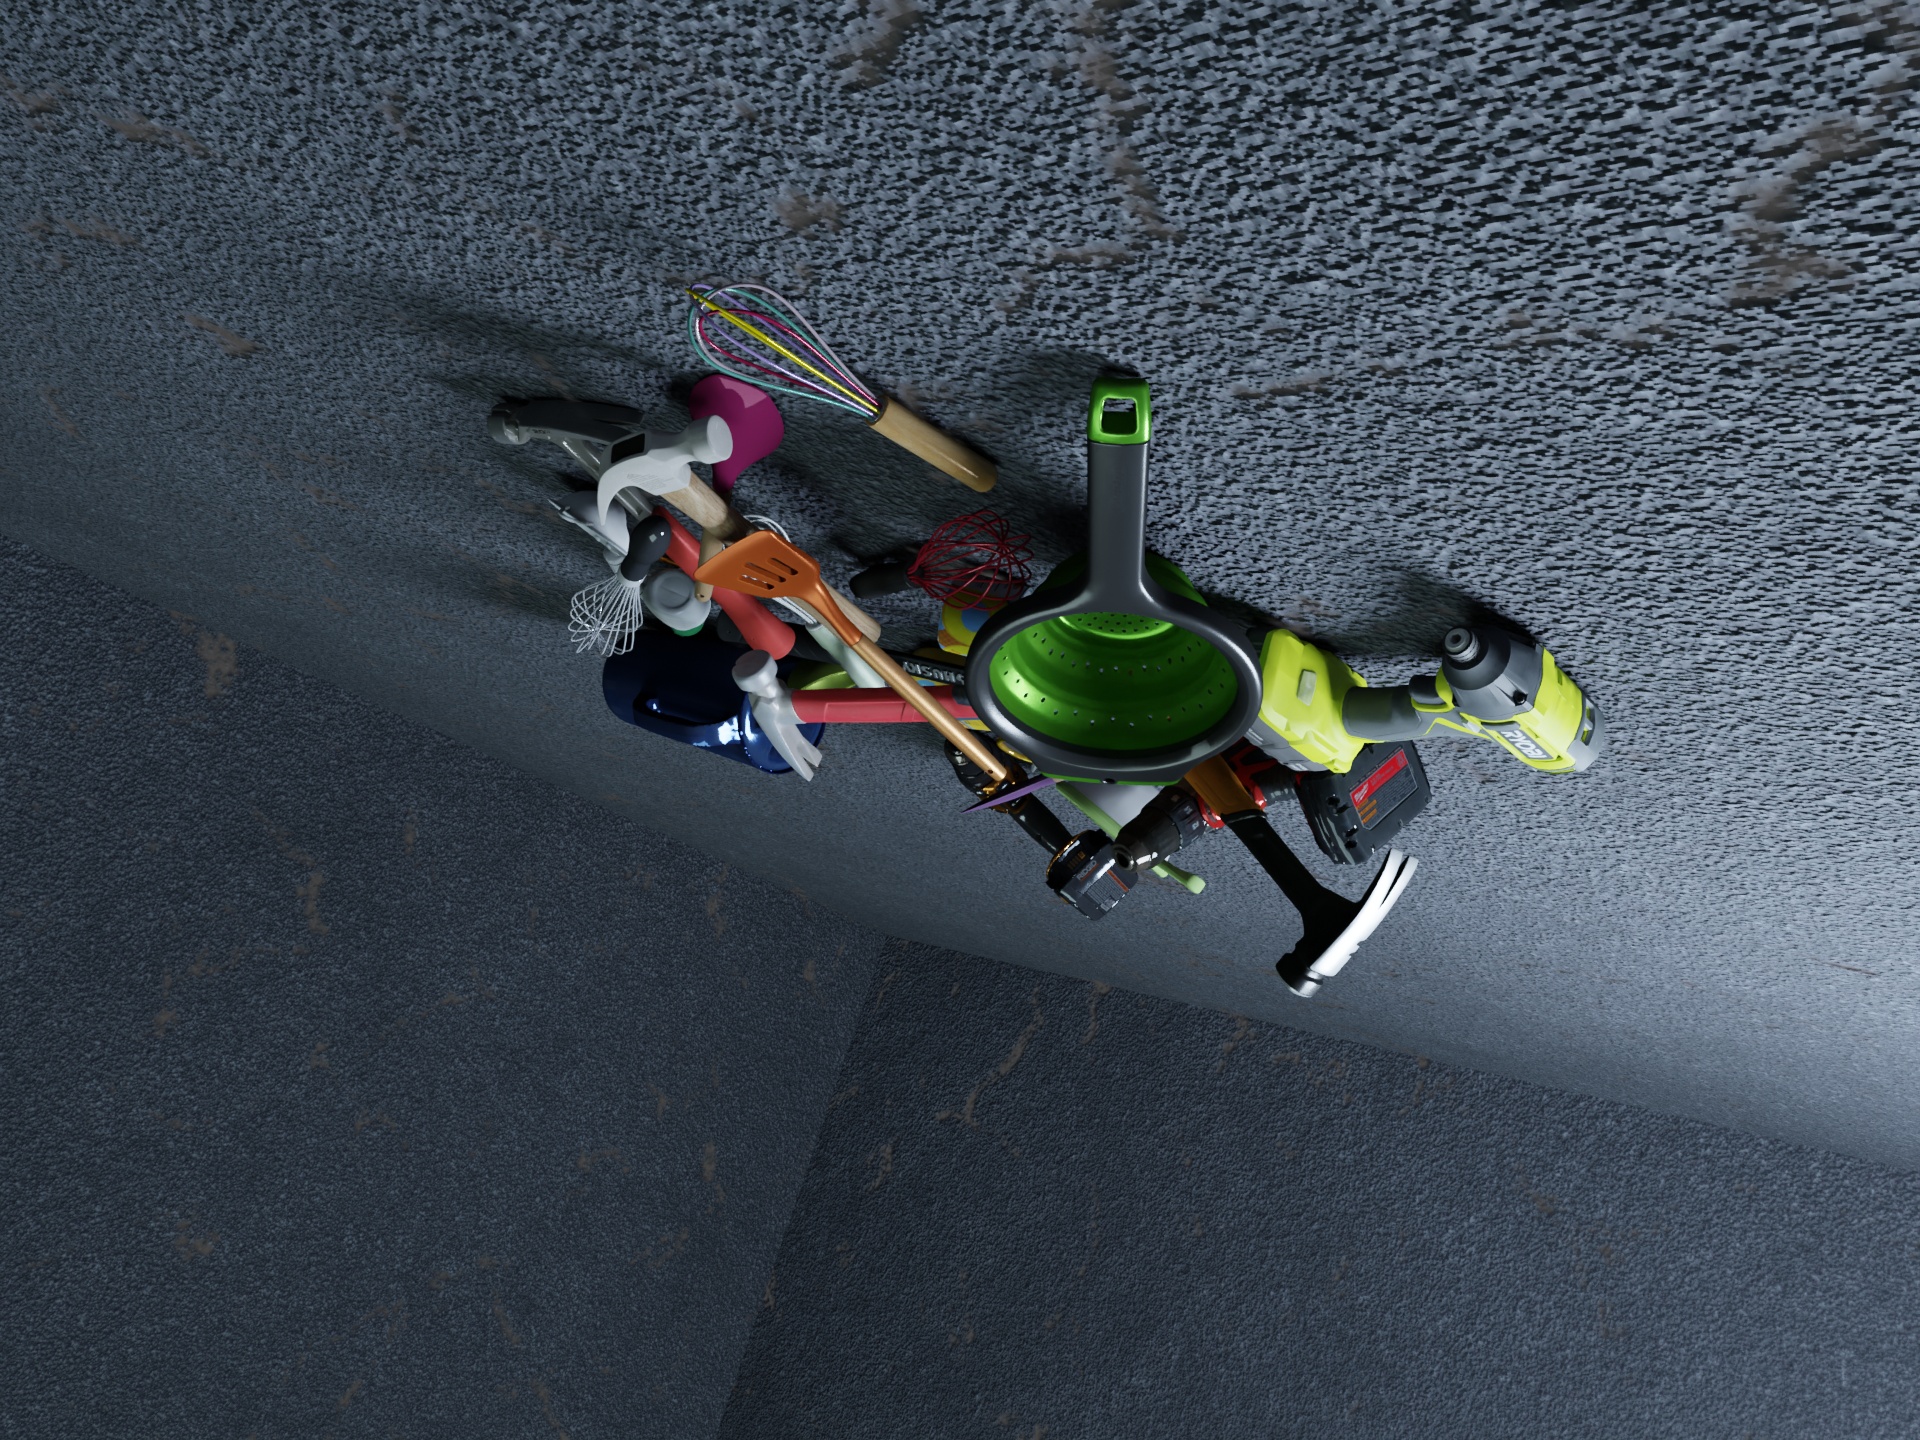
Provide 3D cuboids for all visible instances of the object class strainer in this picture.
[{"bbox_3d":[0.196,0.107,1.633,0.151,0.069,0.256,41,178,-26],"label":"strainer"},{"bbox_3d":[-0.313,-0.155,1.430,0.087,0.050,0.258,35,168,8],"label":"strainer"}]

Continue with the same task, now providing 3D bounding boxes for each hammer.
[{"bbox_3d":[-0.077,-0.055,1.452,0.409,0.036,0.149,14,134,38],"label":"hammer"},{"bbox_3d":[-0.155,-0.128,1.207,0.130,0.031,0.331,-9,156,23],"label":"hammer"},{"bbox_3d":[-0.002,-0.004,1.333,0.386,0.038,0.143,-1,138,28],"label":"hammer"},{"bbox_3d":[-0.230,-0.149,1.323,0.149,0.037,0.358,11,159,31],"label":"hammer"},{"bbox_3d":[0.211,0.054,1.225,0.034,0.127,0.337,21,-157,-38],"label":"hammer"}]

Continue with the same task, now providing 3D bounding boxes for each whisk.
[{"bbox_3d":[-0.024,-0.112,1.201,0.073,0.073,0.296,25,171,-22],"label":"whisk"},{"bbox_3d":[-0.283,-0.114,1.345,0.070,0.070,0.284,23,158,-16],"label":"whisk"},{"bbox_3d":[-0.067,-0.197,0.966,0.244,0.051,0.047,26,159,-38],"label":"whisk"},{"bbox_3d":[-0.127,-0.090,1.349,0.059,0.058,0.246,-29,133,12],"label":"whisk"}]

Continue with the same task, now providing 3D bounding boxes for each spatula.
[{"bbox_3d":[0.107,0.046,1.525,0.060,0.018,0.316,-20,176,-44],"label":"spatula"},{"bbox_3d":[-0.069,-0.043,1.247,0.081,0.041,0.322,-26,126,31],"label":"spatula"}]

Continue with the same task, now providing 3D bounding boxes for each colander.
[{"bbox_3d":[0.103,-0.100,1.046,0.204,0.095,0.396,4,146,7],"label":"colander"}]

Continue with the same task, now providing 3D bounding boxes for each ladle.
[{"bbox_3d":[-0.018,-0.006,1.609,0.320,0.062,0.078,16,166,2],"label":"ladle"}]

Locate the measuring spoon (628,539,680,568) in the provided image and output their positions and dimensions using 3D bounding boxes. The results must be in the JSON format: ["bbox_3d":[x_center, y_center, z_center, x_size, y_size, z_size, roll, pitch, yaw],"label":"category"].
[{"bbox_3d":[-0.288,-0.159,1.472,0.117,0.011,0.021,23,169,-3],"label":"measuring spoon"}]

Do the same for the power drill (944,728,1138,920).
[{"bbox_3d":[0.077,0.101,1.711,0.226,0.084,0.185,45,180,27],"label":"power drill"}]

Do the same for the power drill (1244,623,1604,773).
[{"bbox_3d":[0.304,-0.018,1.100,0.223,0.080,0.171,-1,157,45],"label":"power drill"}]

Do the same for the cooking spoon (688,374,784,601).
[{"bbox_3d":[-0.180,-0.163,1.190,0.068,0.017,0.318,20,155,-5],"label":"cooking spoon"}]

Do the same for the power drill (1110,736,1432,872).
[{"bbox_3d":[0.246,0.068,1.306,0.227,0.188,0.080,-4,114,55],"label":"power drill"}]
